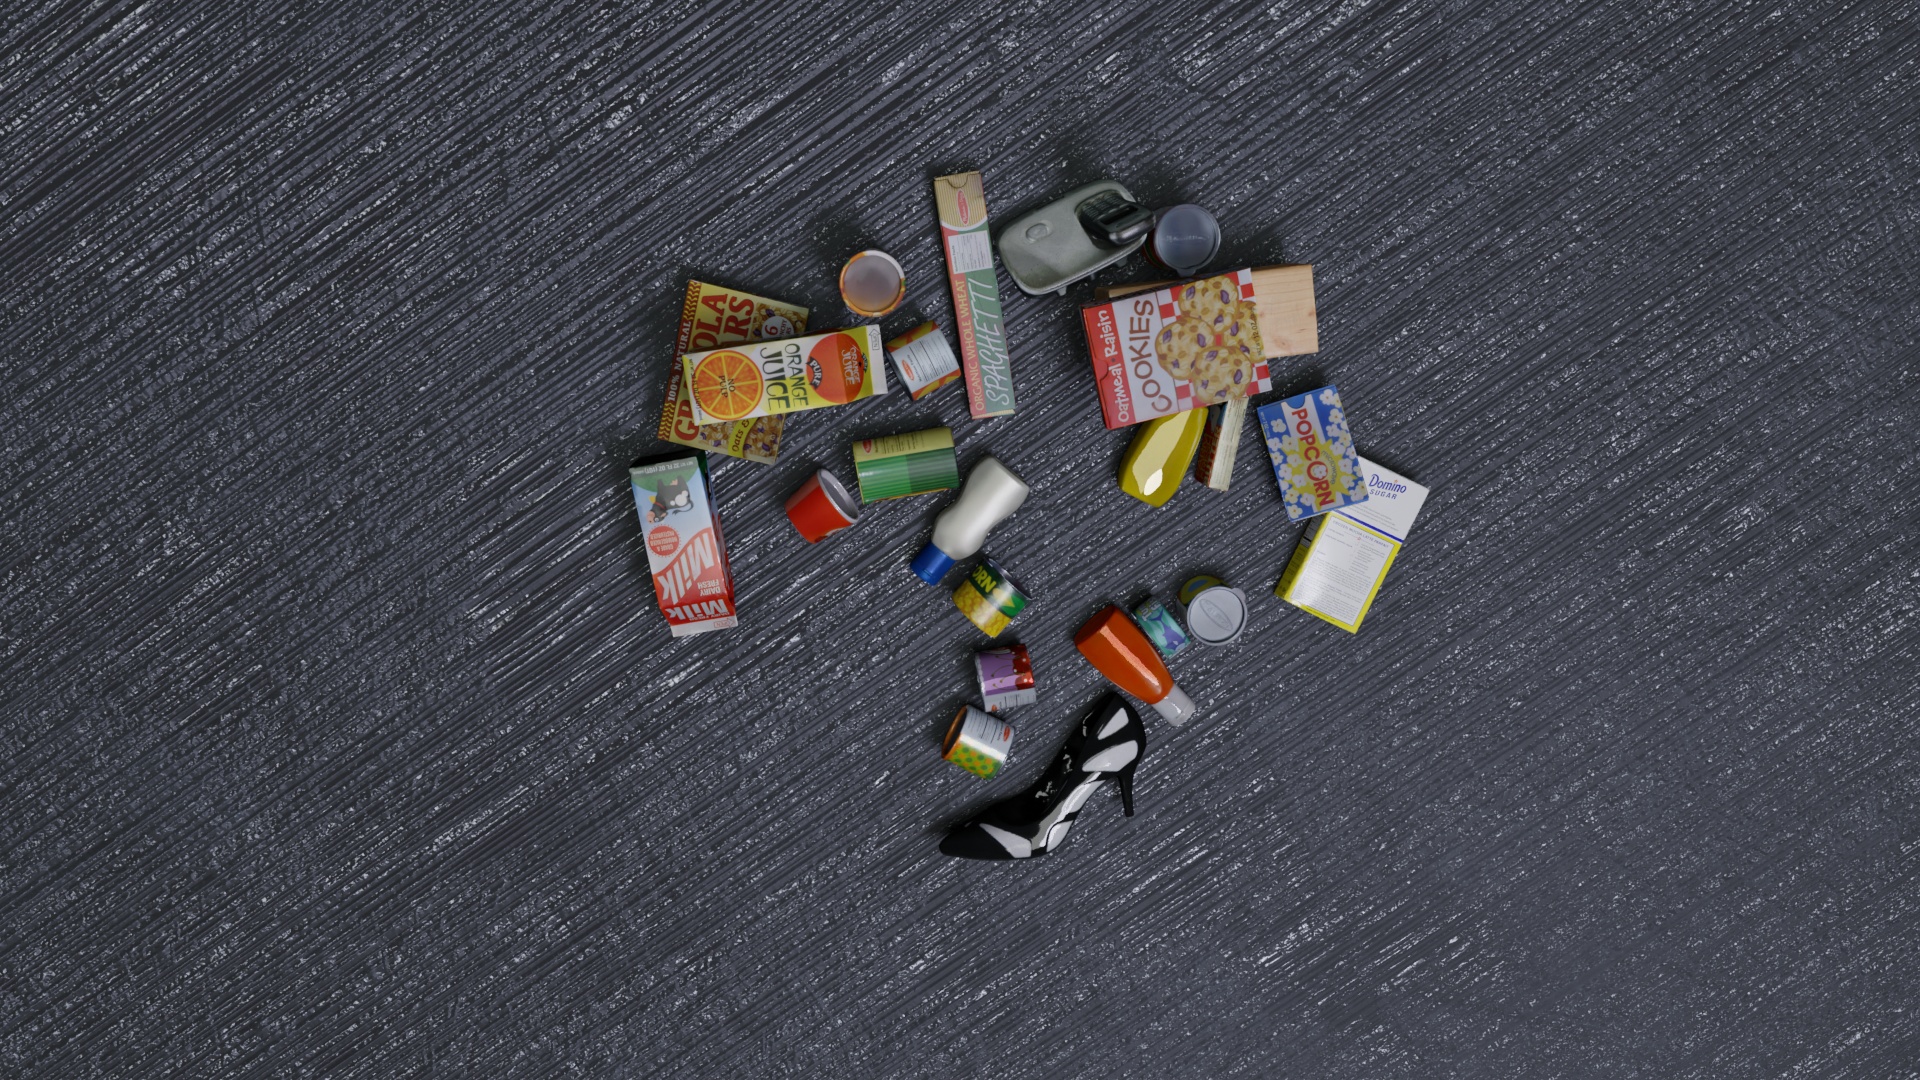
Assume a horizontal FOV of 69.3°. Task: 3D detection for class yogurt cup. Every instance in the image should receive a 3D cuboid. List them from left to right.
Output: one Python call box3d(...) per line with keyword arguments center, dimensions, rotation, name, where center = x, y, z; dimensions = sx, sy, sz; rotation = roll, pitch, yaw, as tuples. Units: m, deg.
box3d(center=(-0.147, -0.033, 1.448), dimensions=(0.054, 0.072, 0.072), rotation=(-35, 102, 12), name="yogurt cup")

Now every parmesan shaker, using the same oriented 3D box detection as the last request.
box3d(center=(-0.056, -0.077, 1.441), dimensions=(0.103, 0.071, 0.071), rotation=(-10, 102, -2), name="parmesan shaker")

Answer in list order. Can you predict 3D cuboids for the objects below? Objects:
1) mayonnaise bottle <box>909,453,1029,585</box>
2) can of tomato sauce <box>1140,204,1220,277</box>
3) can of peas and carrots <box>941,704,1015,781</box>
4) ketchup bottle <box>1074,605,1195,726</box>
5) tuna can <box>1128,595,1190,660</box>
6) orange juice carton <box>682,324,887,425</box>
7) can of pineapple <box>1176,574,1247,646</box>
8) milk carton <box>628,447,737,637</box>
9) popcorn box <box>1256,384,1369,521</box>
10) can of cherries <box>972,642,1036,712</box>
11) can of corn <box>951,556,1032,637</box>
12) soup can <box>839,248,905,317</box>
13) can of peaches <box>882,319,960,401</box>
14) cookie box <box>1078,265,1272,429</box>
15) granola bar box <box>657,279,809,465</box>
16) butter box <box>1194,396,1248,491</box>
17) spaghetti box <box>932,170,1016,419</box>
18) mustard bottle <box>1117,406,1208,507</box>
box3d(center=(0.005, -0.018, 1.474), dimensions=(0.065, 0.041, 0.148), rotation=(39, 97, -9), name="mayonnaise bottle")
box3d(center=(0.221, -0.305, 1.409), dimensions=(0.071, 0.083, 0.071), rotation=(-1, 102, -4), name="can of tomato sauce")
box3d(center=(0.018, 0.221, 1.510), dimensions=(0.059, 0.071, 0.071), rotation=(27, 99, -8), name="can of peas and carrots")
box3d(center=(0.195, 0.141, 1.517), dimensions=(0.064, 0.044, 0.148), rotation=(-43, 101, 11), name="ketchup bottle")
box3d(center=(0.214, 0.092, 1.497), dimensions=(0.033, 0.071, 0.071), rotation=(-39, 102, 3), name="tuna can")
box3d(center=(-0.171, -0.166, 1.374), dimensions=(0.193, 0.073, 0.071), rotation=(-9, 103, -4), name="orange juice carton")
box3d(center=(0.273, 0.074, 1.502), dimensions=(0.071, 0.058, 0.071), rotation=(-1, 102, -4), name="can of pineapple")
box3d(center=(-0.284, 0.005, 1.440), dimensions=(0.072, 0.073, 0.190), rotation=(-10, 102, -2), name="milk carton")
box3d(center=(0.371, -0.091, 1.461), dimensions=(0.085, 0.038, 0.126), rotation=(-17, 88, 16), name="popcorn box")
box3d(center=(0.047, 0.145, 1.497), dimensions=(0.058, 0.071, 0.071), rotation=(-11, 102, -2), name="can of cherries")
box3d(center=(0.031, 0.059, 1.477), dimensions=(0.071, 0.071, 0.058), rotation=(42, 97, -11), name="can of corn")
box3d(center=(-0.090, -0.257, 1.396), dimensions=(0.071, 0.084, 0.071), rotation=(-1, 102, -4), name="soup can")
box3d(center=(-0.040, -0.185, 1.423), dimensions=(0.058, 0.071, 0.071), rotation=(-29, 102, -3), name="can of peaches")
box3d(center=(0.210, -0.189, 1.360), dimensions=(0.167, 0.040, 0.122), rotation=(-14, 103, -1), name="cookie box")
box3d(center=(-0.233, -0.173, 1.425), dimensions=(0.124, 0.039, 0.165), rotation=(13, 100, -8), name="granola bar box")
box3d(center=(0.275, -0.107, 1.469), dimensions=(0.024, 0.053, 0.103), rotation=(9, 101, -9), name="butter box")
box3d(center=(0.015, -0.251, 1.433), dimensions=(0.050, 0.029, 0.249), rotation=(-10, 102, -2), name="spaghetti box")
box3d(center=(0.224, -0.116, 1.465), dimensions=(0.065, 0.049, 0.160), rotation=(27, 98, -9), name="mustard bottle")
